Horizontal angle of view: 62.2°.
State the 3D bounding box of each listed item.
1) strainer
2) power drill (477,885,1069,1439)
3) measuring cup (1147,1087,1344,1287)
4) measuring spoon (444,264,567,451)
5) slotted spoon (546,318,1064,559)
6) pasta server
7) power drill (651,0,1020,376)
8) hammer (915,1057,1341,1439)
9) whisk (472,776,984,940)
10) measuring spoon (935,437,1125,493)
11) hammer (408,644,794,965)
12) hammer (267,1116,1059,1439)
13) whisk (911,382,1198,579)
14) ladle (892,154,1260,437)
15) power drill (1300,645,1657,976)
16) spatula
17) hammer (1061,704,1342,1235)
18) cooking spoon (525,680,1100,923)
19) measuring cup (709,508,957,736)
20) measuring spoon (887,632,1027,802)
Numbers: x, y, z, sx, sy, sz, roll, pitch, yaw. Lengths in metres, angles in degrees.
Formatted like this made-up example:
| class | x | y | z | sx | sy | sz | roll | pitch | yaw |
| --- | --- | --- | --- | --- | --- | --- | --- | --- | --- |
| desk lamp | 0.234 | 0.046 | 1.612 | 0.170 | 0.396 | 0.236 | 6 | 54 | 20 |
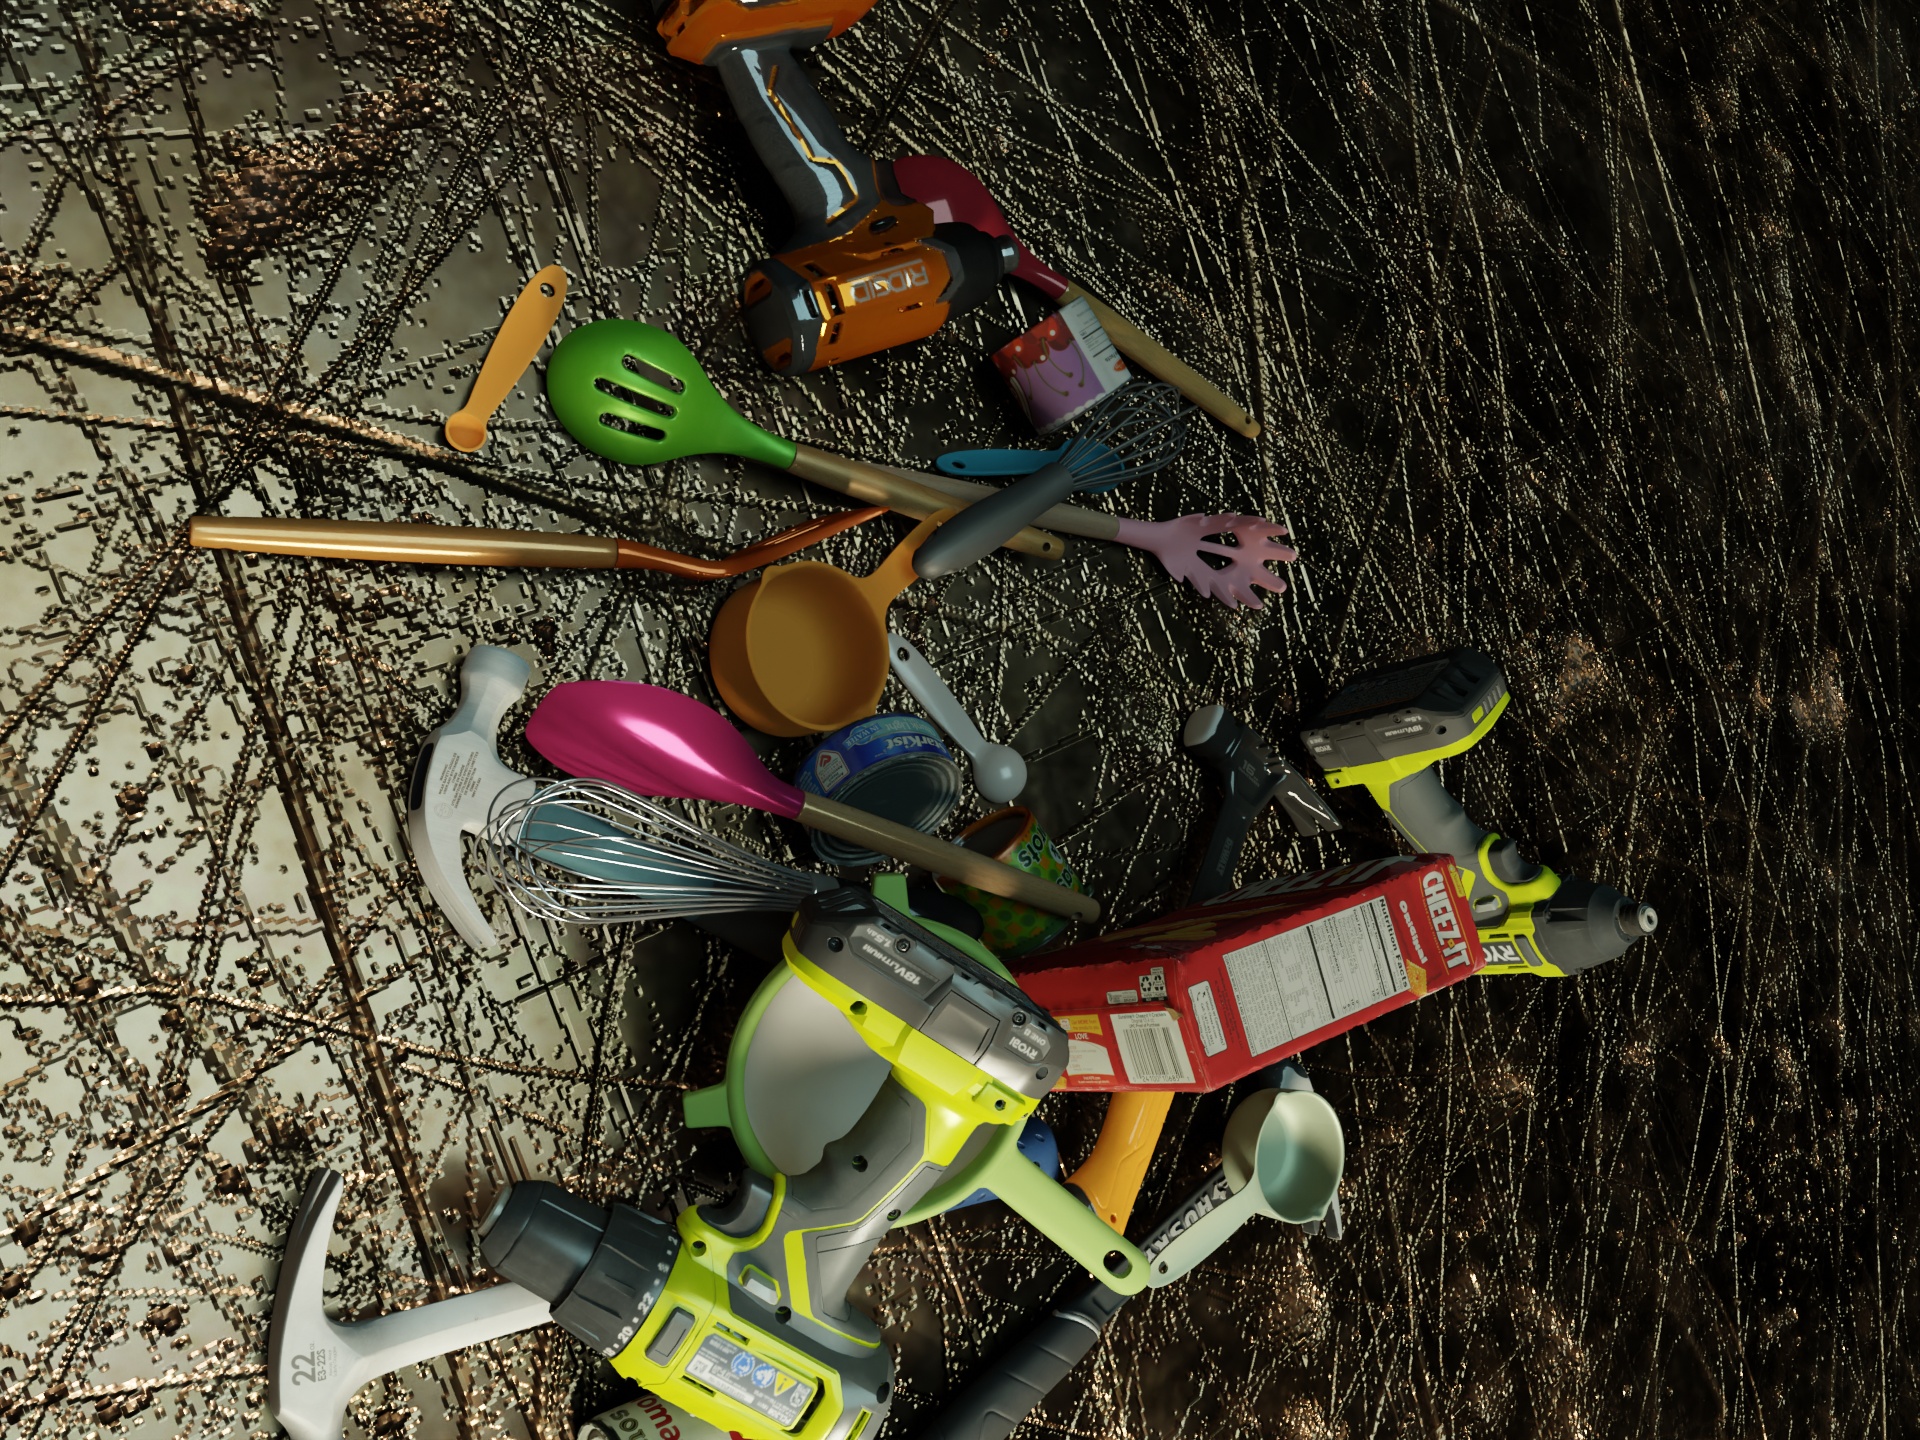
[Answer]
| class | x | y | z | sx | sy | sz | roll | pitch | yaw |
| --- | --- | --- | --- | --- | --- | --- | --- | --- | --- |
| strainer | -0.005 | 0.198 | 0.790 | 0.256 | 0.069 | 0.151 | 43 | 83 | -16 |
| power drill | -0.077 | 0.191 | 0.694 | 0.190 | 0.080 | 0.228 | 34 | 88 | -11 |
| measuring cup | 0.155 | 0.273 | 0.917 | 0.167 | 0.038 | 0.083 | -27 | 101 | -33 |
| measuring spoon | -0.221 | -0.177 | 0.776 | 0.021 | 0.011 | 0.117 | 34 | 61 | -26 |
| slotted spoon | -0.068 | -0.136 | 0.853 | 0.313 | 0.031 | 0.070 | 15 | 104 | -33 |
| pasta server | 0.075 | -0.119 | 0.961 | 0.316 | 0.040 | 0.060 | 7 | 107 | -33 |
| power drill | -0.062 | -0.314 | 0.859 | 0.164 | 0.084 | 0.226 | -23 | 100 | -27 |
| hammer | 0.080 | 0.333 | 0.900 | 0.409 | 0.036 | 0.149 | -31 | 102 | -34 |
| whisk | -0.095 | 0.078 | 0.759 | 0.284 | 0.070 | 0.070 | 17 | 74 | -38 |
| measuring spoon | 0.040 | -0.149 | 0.955 | 0.128 | 0.021 | 0.042 | -6 | 51 | -28 |
| hammer | -0.117 | 0.091 | 0.794 | 0.330 | 0.033 | 0.128 | 29 | 66 | -29 |
| hammer | -0.119 | 0.249 | 0.767 | 0.405 | 0.035 | 0.144 | -5 | 86 | -36 |
| whisk | 0.057 | -0.136 | 0.904 | 0.239 | 0.055 | 0.055 | -36 | 104 | -36 |
| ladle | 0.080 | -0.255 | 0.994 | 0.315 | 0.031 | 0.069 | 26 | 72 | -32 |
| power drill | 0.338 | 0.069 | 1.043 | 0.080 | 0.171 | 0.223 | -41 | 104 | -33 |
| spatula | -0.190 | -0.091 | 0.760 | 0.322 | 0.081 | 0.041 | 0 | 92 | -30 |
| hammer | 0.137 | 0.156 | 0.949 | 0.127 | 0.034 | 0.337 | 40 | 57 | -23 |
| cooking spoon | -0.058 | 0.049 | 0.777 | 0.318 | 0.068 | 0.017 | 22 | 35 | -28 |
| measuring cup | -0.063 | -0.060 | 0.847 | 0.095 | 0.052 | 0.174 | 56 | 51 | -17 |
| measuring spoon | -0.001 | -0.003 | 0.901 | 0.124 | 0.018 | 0.034 | 50 | 59 | -18 |
